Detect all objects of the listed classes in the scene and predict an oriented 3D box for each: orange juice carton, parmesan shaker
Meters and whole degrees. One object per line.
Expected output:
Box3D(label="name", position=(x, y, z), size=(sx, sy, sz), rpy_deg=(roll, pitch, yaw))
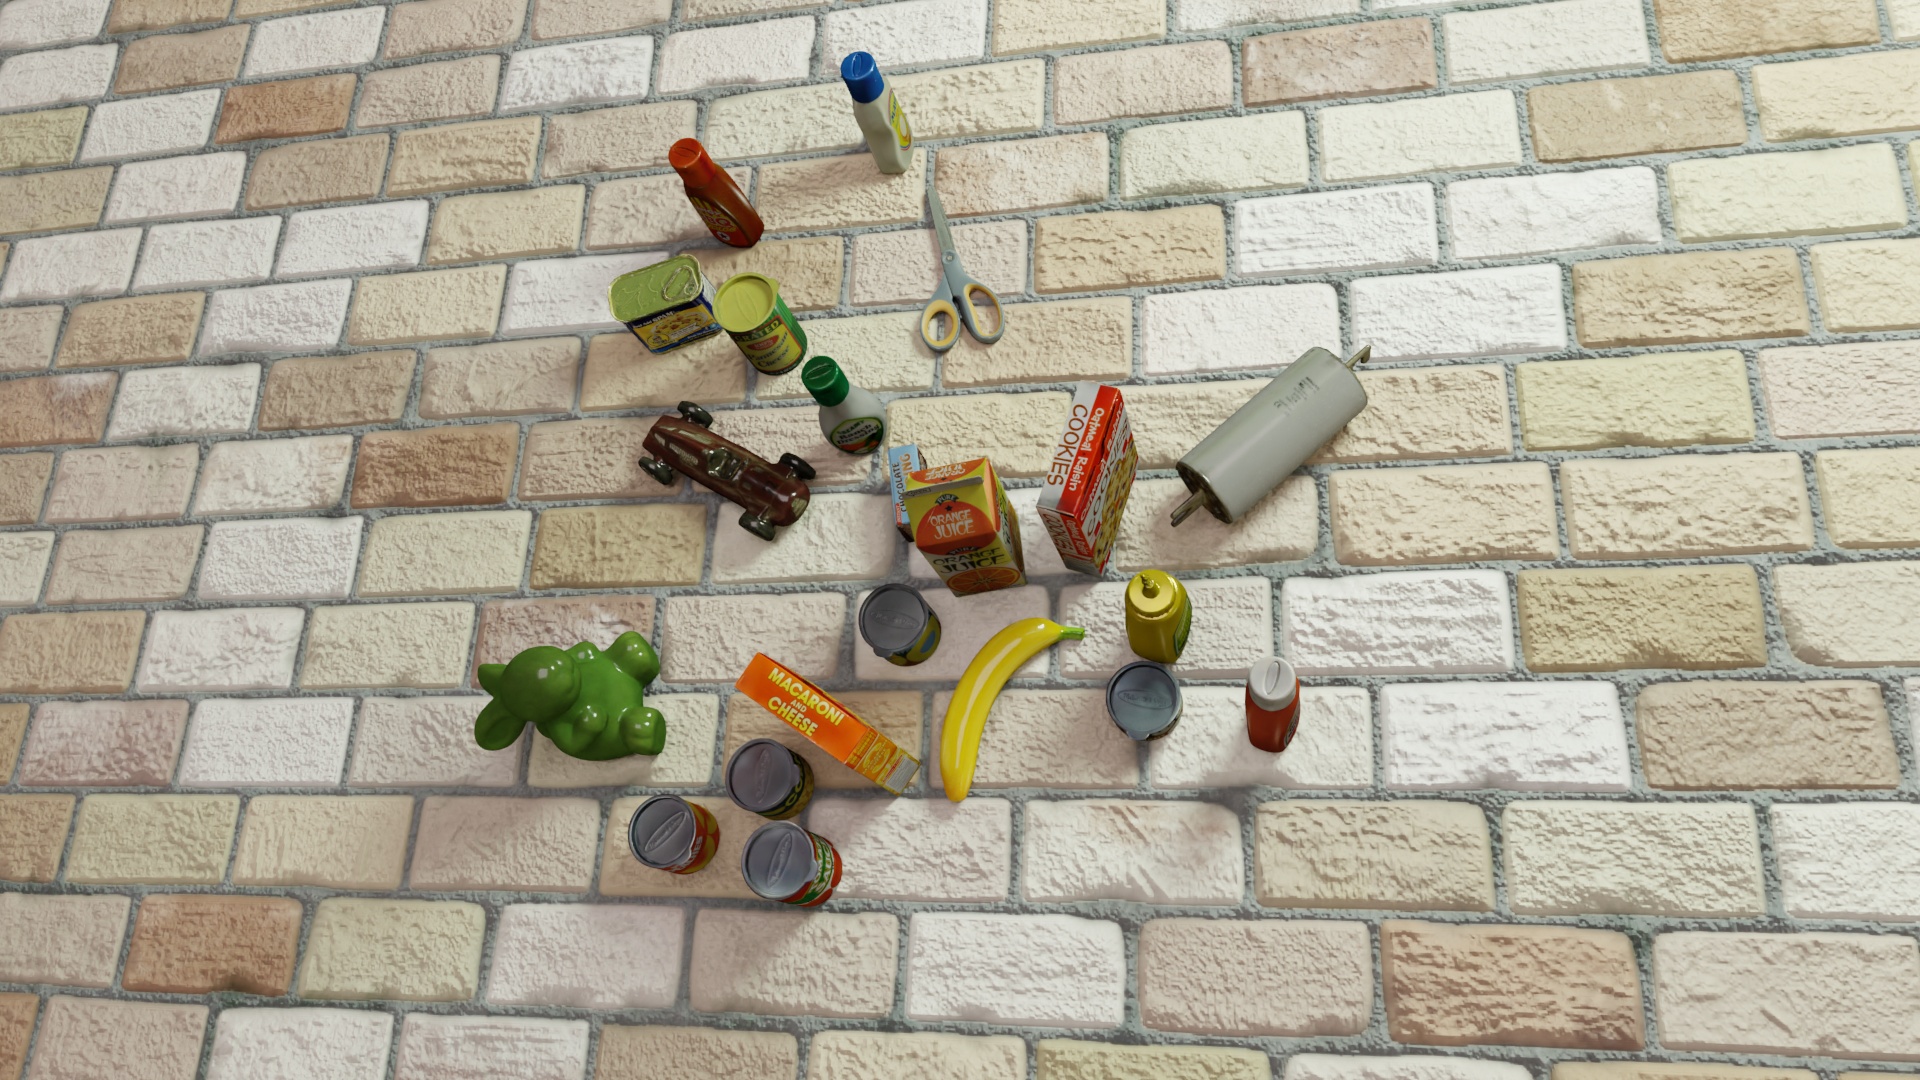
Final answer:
Box3D(label="orange juice carton", position=(0.004, -0.016, 1.237), size=(0.072, 0.192, 0.073), rpy_deg=(-11, 69, 10))
Box3D(label="parmesan shaker", position=(-0.199, -0.219, 1.410), size=(0.071, 0.103, 0.071), rpy_deg=(-4, 70, 12))

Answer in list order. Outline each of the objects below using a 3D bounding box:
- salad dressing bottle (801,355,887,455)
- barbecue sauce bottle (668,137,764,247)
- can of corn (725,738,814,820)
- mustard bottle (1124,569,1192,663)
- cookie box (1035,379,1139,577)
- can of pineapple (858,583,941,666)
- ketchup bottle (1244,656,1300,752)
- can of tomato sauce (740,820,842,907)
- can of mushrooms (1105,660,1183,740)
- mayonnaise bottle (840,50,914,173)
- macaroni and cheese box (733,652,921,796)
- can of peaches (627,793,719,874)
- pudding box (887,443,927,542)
Box3D(label="salad dressing bottle", position=(-0.113, -0.129, 1.332), size=(0.064, 0.147, 0.044), rpy_deg=(-21, 67, 5))
Box3D(label="barbecue sauce bottle", position=(-0.259, -0.364, 1.453), size=(0.065, 0.148, 0.044), rpy_deg=(21, 77, 20))
Box3D(label="can of corn", position=(-0.170, 0.218, 1.265), size=(0.071, 0.058, 0.071), rpy_deg=(-4, 69, 12))
Box3D(label="mustard bottle", position=(0.168, 0.059, 1.188), size=(0.049, 0.160, 0.065), rpy_deg=(14, 75, 18))
Box3D(label="cookie box", position=(0.118, -0.051, 1.237), size=(0.040, 0.167, 0.123), rpy_deg=(15, 75, 18))
Box3D(label="can of pineapple", position=(-0.057, 0.081, 1.289), size=(0.071, 0.057, 0.071), rpy_deg=(-4, 69, 12))
Box3D(label="ketchup bottle", position=(0.257, 0.131, 1.146), size=(0.043, 0.148, 0.065), rpy_deg=(13, 74, 18))
Box3D(label="can of tomato sauce", position=(-0.145, 0.286, 1.221), size=(0.071, 0.083, 0.071), rpy_deg=(-4, 70, 12))
Box3D(label="can of mushrooms", position=(0.162, 0.144, 1.227), size=(0.071, 0.033, 0.071), rpy_deg=(-4, 69, 12))
Box3D(label="mayonnaise bottle", position=(-0.086, -0.446, 1.443), size=(0.041, 0.147, 0.065), rpy_deg=(-1, 71, 13))
Box3D(label="macaroni and cheese box", position=(-0.113, 0.162, 1.213), size=(0.124, 0.166, 0.040), rpy_deg=(31, 80, 22))
Box3D(label="can of peaches", position=(-0.259, 0.271, 1.267), size=(0.071, 0.058, 0.071), rpy_deg=(-4, 69, 12))
Box3D(label="pudding box", position=(-0.048, -0.046, 1.339), size=(0.030, 0.049, 0.084), rpy_deg=(-11, 68, 10))
